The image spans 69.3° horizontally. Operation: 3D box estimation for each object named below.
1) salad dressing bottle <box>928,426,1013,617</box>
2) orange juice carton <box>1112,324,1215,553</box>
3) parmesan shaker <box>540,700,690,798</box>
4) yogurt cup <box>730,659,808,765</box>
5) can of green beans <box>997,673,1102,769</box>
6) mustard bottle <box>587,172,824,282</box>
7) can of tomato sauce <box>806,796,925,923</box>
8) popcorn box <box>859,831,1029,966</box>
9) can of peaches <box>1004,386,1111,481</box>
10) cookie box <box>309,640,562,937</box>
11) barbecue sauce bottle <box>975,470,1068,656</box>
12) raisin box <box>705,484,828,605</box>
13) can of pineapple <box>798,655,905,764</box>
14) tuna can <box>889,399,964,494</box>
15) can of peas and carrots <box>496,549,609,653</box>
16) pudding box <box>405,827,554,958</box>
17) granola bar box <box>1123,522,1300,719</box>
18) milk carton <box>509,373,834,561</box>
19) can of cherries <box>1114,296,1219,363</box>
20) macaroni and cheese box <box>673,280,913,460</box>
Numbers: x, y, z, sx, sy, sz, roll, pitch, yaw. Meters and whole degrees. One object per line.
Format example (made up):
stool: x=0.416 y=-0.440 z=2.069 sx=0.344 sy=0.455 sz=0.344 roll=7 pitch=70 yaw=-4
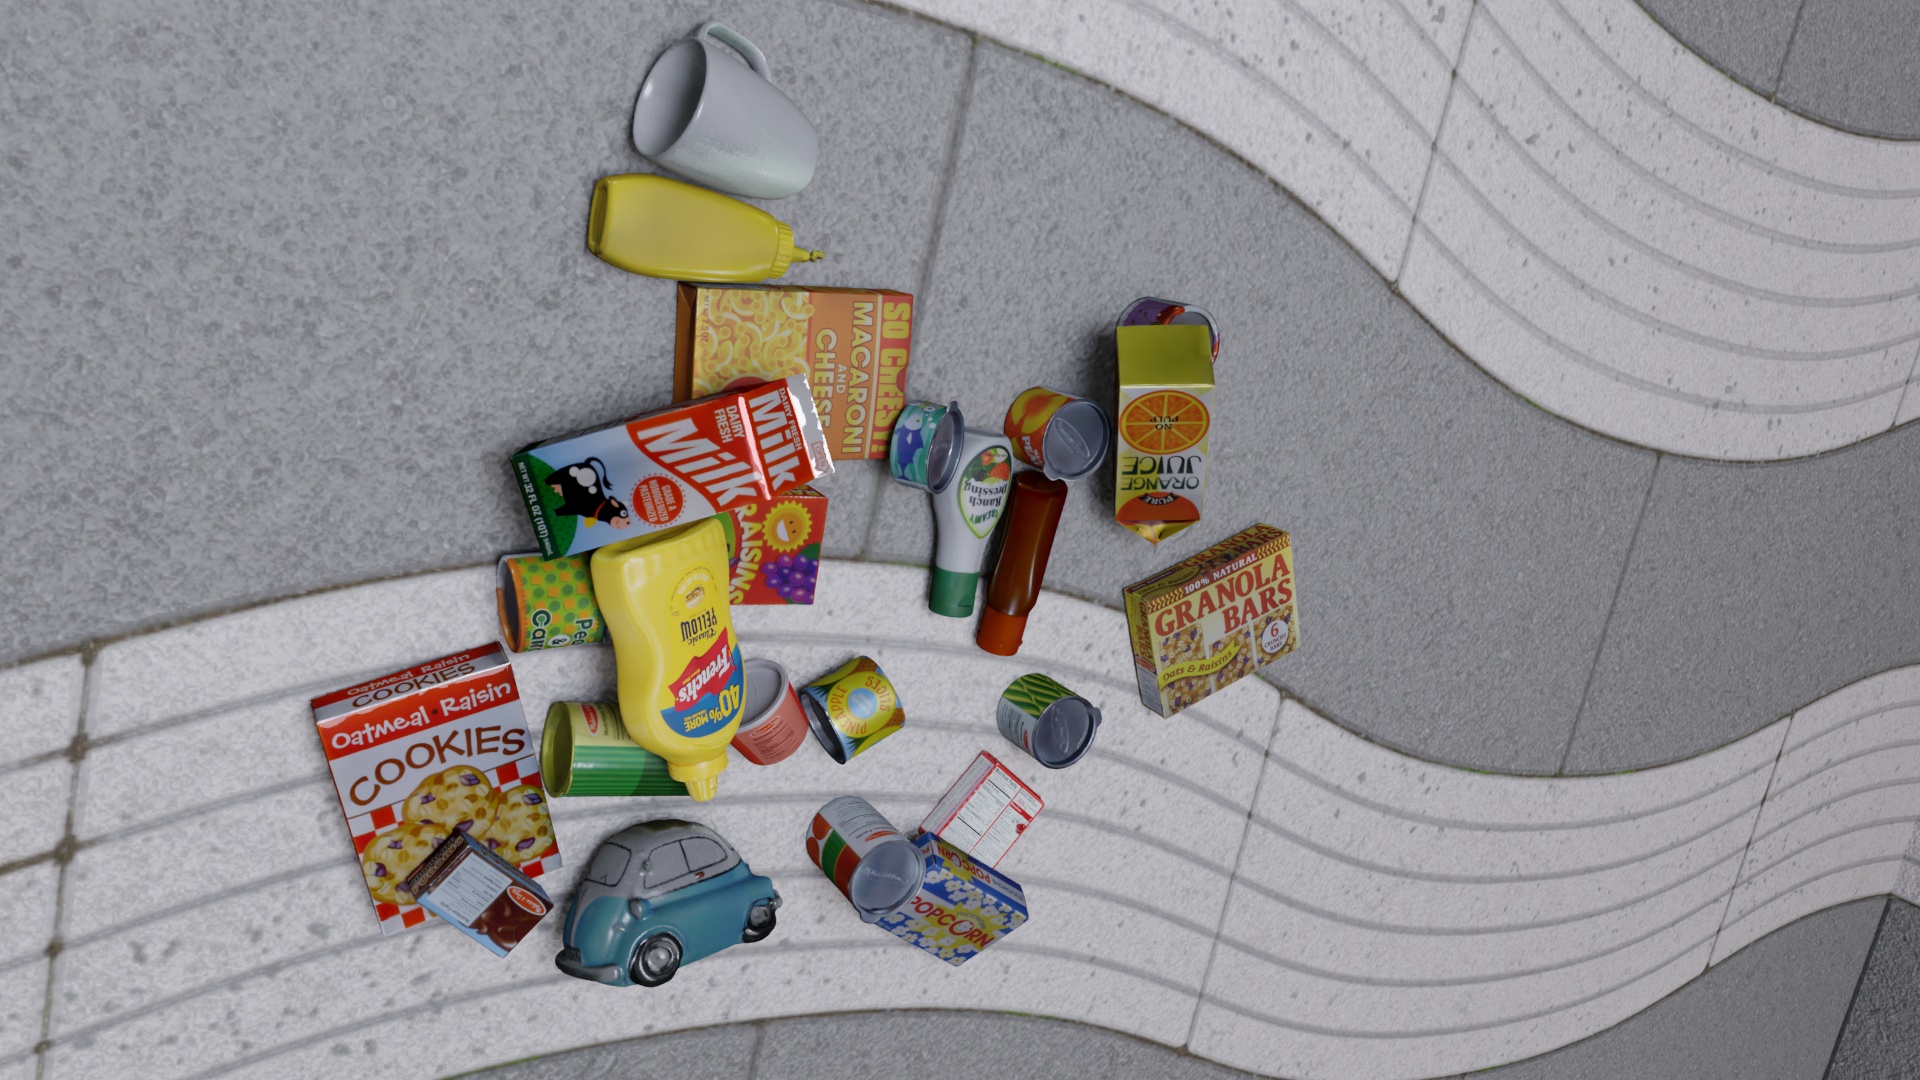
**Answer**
salad dressing bottle: x=0.004 y=-0.014 z=1.094 sx=0.064 sy=0.044 sz=0.147 roll=-1 pitch=107 yaw=-42
orange juice carton: x=0.160 y=-0.078 z=1.118 sx=0.073 sy=0.072 sz=0.191 roll=-1 pitch=139 yaw=4
parmesan shaker: x=-0.235 y=0.150 z=0.981 sx=0.103 sy=0.071 sz=0.071 roll=7 pitch=101 yaw=-34
yogurt cup: x=-0.149 y=0.130 z=1.034 sx=0.072 sy=0.072 sz=0.053 roll=-40 pitch=130 yaw=-15
can of green beans: x=0.073 y=0.153 z=1.182 sx=0.071 sy=0.058 sz=0.071 roll=-10 pitch=110 yaw=-29
mustard bottle: x=-0.164 y=-0.201 z=0.926 sx=0.160 sy=0.049 sz=0.065 roll=6 pitch=101 yaw=-34
can of tomato sauce: x=-0.077 y=0.252 z=1.105 sx=0.071 sy=0.083 sz=0.071 roll=-10 pitch=111 yaw=-29
popcorn box: x=-0.014 y=0.303 z=1.167 sx=0.085 sy=0.038 sz=0.126 roll=-38 pitch=127 yaw=19
can of peaches: x=0.075 y=-0.084 z=1.108 sx=0.071 sy=0.058 sz=0.071 roll=-11 pitch=112 yaw=-29
cookie box: x=-0.349 y=0.165 z=0.934 sx=0.123 sy=0.040 sz=0.166 roll=-18 pitch=115 yaw=-26
barbecue sauce bottle: x=0.048 y=0.021 z=1.126 sx=0.044 sy=0.065 sz=0.148 roll=17 pitch=108 yaw=9
raisin box: x=-0.162 y=0.003 z=0.999 sx=0.123 sy=0.040 sz=0.086 roll=1 pitch=104 yaw=-31
can of pineapple: x=-0.083 y=0.130 z=1.070 sx=0.058 sy=0.071 sz=0.070 roll=-30 pitch=119 yaw=-22
tuna can: x=-0.024 y=-0.072 z=1.028 sx=0.071 sy=0.033 sz=0.071 roll=13 pitch=91 yaw=-71
can of peas and carrots: x=-0.271 y=0.041 z=0.924 sx=0.059 sy=0.071 sz=0.070 roll=-6 pitch=109 yaw=-30
pudding box: x=-0.322 y=0.237 z=0.931 sx=0.050 sy=0.030 sz=0.083 roll=-47 pitch=125 yaw=-11
granola bar box: x=0.231 y=0.072 z=1.267 sx=0.166 sy=0.039 sz=0.123 roll=-24 pitch=117 yaw=-24
milk carton: x=-0.183 y=-0.051 z=0.903 sx=0.191 sy=0.073 sz=0.072 roll=-17 pitch=102 yaw=-4
can of cherries: x=0.169 y=-0.162 z=1.141 sx=0.072 sy=0.058 sz=0.071 roll=-10 pitch=110 yaw=-29
macaroni and cheese box: x=-0.117 y=-0.118 z=0.987 sx=0.167 sy=0.040 sz=0.123 roll=-4 pitch=108 yaw=-31
